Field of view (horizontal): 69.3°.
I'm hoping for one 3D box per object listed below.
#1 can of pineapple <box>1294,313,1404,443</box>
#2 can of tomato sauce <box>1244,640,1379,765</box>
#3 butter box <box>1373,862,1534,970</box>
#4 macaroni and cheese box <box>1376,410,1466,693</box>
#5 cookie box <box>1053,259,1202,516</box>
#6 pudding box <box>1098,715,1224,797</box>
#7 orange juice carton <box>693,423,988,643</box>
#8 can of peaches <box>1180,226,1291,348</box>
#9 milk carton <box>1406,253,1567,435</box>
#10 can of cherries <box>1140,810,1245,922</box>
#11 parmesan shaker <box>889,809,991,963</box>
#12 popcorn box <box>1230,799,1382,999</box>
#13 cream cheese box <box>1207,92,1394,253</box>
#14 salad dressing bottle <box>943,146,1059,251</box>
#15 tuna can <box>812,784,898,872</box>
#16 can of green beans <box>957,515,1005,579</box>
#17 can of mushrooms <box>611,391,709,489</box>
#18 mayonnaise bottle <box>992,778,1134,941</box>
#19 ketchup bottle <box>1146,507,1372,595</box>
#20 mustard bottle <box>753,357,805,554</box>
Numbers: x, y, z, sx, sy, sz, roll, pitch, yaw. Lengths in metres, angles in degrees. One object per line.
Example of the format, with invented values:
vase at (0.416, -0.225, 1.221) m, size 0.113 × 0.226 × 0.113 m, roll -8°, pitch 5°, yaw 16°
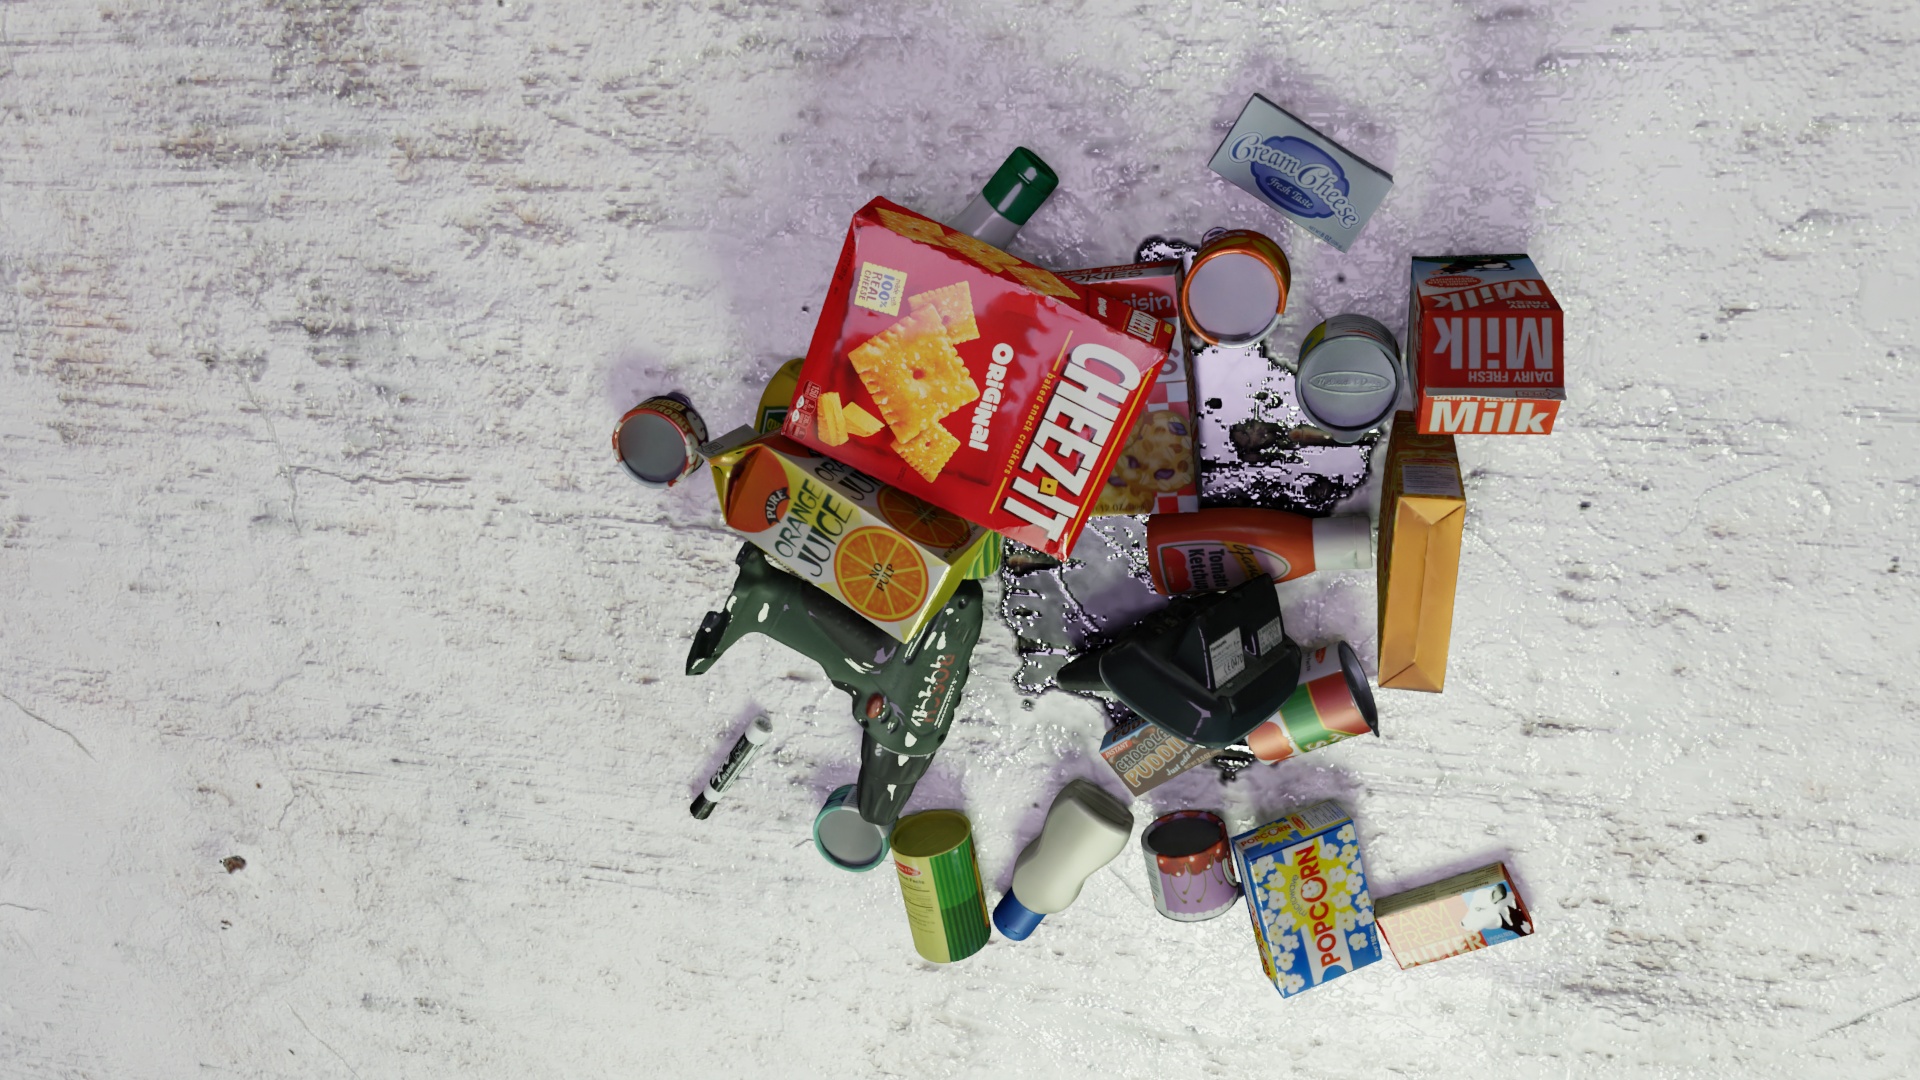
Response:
can of pineapple at (0.249, -0.106, 0.892) m, size 0.071 × 0.058 × 0.070 m, roll 6°, pitch 114°, yaw 14°
can of tomato sauce at (0.244, 0.117, 0.981) m, size 0.083 × 0.071 × 0.071 m, roll -24°, pitch 104°, yaw 24°
butter box at (0.368, 0.282, 1.040) m, size 0.103 × 0.024 × 0.053 m, roll -25°, pitch 103°, yaw 23°
macaroni and cheese box at (0.284, 0.001, 0.866) m, size 0.040 × 0.167 × 0.123 m, roll 5°, pitch 113°, yaw 14°
cookie box at (0.096, -0.100, 0.947) m, size 0.123 × 0.040 × 0.166 m, roll -3°, pitch 112°, yaw 16°
pudding box at (0.152, 0.150, 1.041) m, size 0.083 × 0.030 × 0.049 m, roll -33°, pitch 99°, yaw 25°
orange juice carton at (-0.087, -0.020, 0.948) m, size 0.193 × 0.072 × 0.072 m, roll 33°, pitch 119°, yaw 8°
can of peaches at (0.175, -0.163, 0.889) m, size 0.071 × 0.058 × 0.071 m, roll 6°, pitch 114°, yaw 13°
milk carton at (0.299, -0.111, 0.801) m, size 0.072 × 0.191 × 0.073 m, roll 2°, pitch 113°, yaw 15°
can of cherries at (0.177, 0.246, 1.055) m, size 0.071 × 0.072 × 0.058 m, roll -8°, pitch 109°, yaw 18°
parmesan shaker at (-0.017, 0.278, 1.124) m, size 0.071 × 0.071 × 0.102 m, roll -4°, pitch 112°, yaw 17°
popcorn box at (0.259, 0.267, 1.037) m, size 0.085 × 0.038 × 0.126 m, roll -19°, pitch 108°, yaw -8°
cream cheese box at (0.213, -0.230, 0.869) m, size 0.104 × 0.024 × 0.053 m, roll 32°, pitch 115°, yaw 1°
salad dressing bottle at (0.006, -0.196, 0.931) m, size 0.064 × 0.044 × 0.147 m, roll 42°, pitch 115°, yaw -3°
tuna can at (-0.088, 0.239, 1.143) m, size 0.071 × 0.033 × 0.070 m, roll 5°, pitch 113°, yaw 13°
can of green beans at (0.001, -0.012, 0.995) m, size 0.071 × 0.071 × 0.057 m, roll 16°, pitch 116°, yaw 9°
can of mushrooms at (-0.227, -0.076, 1.050) m, size 0.071 × 0.033 × 0.070 m, roll 6°, pitch 114°, yaw 14°
mayonnaise bottle at (0.075, 0.258, 1.103) m, size 0.065 × 0.041 × 0.147 m, roll 33°, pitch 118°, yaw 2°
ketchup bottle at (0.206, 0.005, 0.956) m, size 0.149 × 0.044 × 0.064 m, roll -4°, pitch 133°, yaw 17°
mustard bottle at (-0.126, -0.052, 1.023) m, size 0.065 × 0.049 × 0.159 m, roll 24°, pitch 116°, yaw 9°
